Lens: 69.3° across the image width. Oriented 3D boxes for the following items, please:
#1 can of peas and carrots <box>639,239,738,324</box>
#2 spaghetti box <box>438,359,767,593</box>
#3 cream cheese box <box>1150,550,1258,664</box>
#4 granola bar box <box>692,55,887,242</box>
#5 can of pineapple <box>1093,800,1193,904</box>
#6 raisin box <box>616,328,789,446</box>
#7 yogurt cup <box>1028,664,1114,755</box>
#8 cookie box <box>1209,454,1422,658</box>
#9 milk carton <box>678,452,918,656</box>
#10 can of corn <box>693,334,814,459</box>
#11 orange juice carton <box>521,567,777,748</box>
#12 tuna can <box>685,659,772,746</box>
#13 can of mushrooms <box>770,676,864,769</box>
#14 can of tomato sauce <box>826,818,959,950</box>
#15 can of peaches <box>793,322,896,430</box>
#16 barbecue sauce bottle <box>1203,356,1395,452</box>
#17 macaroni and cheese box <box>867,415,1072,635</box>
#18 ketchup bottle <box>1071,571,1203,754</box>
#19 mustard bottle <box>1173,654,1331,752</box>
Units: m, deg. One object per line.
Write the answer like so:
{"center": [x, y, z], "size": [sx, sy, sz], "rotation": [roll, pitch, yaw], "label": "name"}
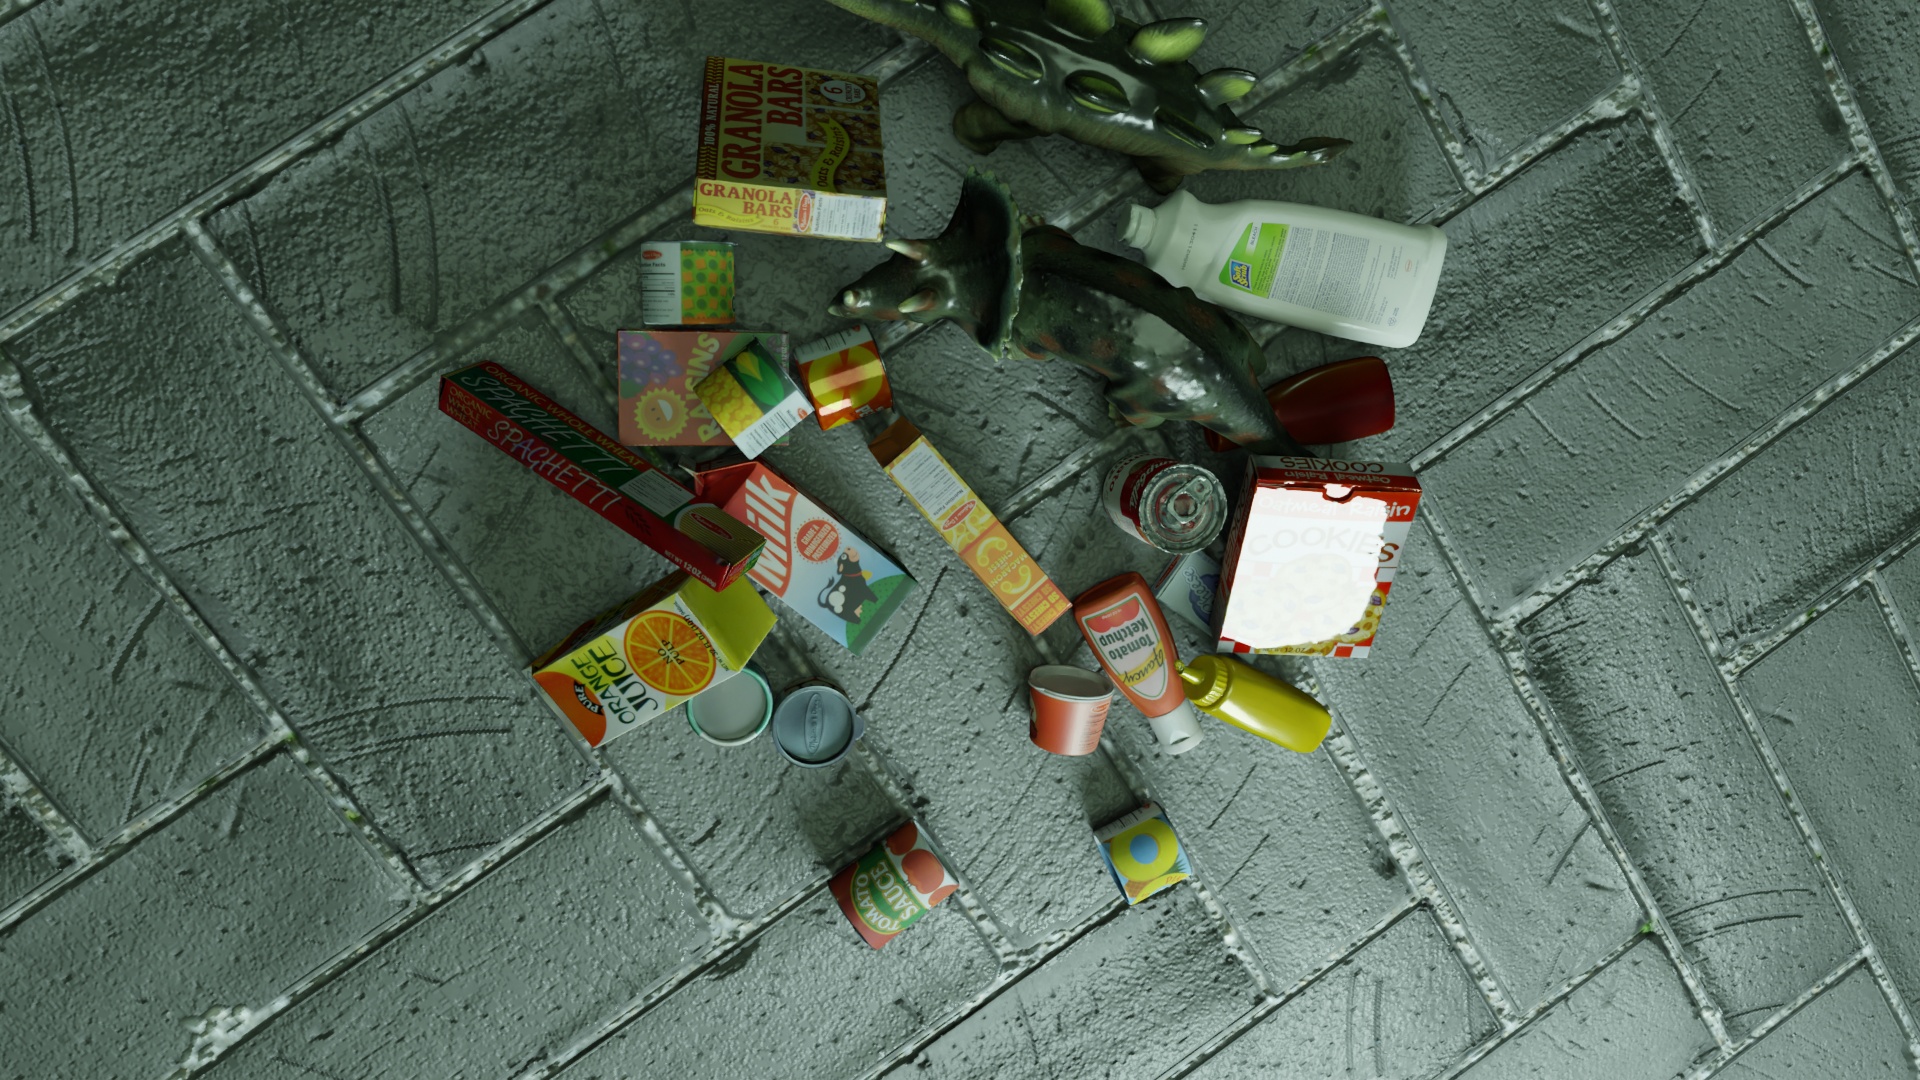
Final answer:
{"center": [-0.193, -0.185, 0.997], "size": [0.071, 0.071, 0.058], "rotation": [-2, 100, -11], "label": "can of peas and carrots"}
{"center": [-0.251, -0.048, 0.966], "size": [0.250, 0.050, 0.028], "rotation": [32, 120, 9], "label": "spaghetti box"}
{"center": [0.210, 0.051, 1.131], "size": [0.104, 0.024, 0.053], "rotation": [34, 93, -14], "label": "cream cheese box"}
{"center": [-0.117, -0.270, 0.953], "size": [0.124, 0.166, 0.038], "rotation": [4, 134, -11], "label": "granola bar box"}
{"center": [0.149, 0.255, 1.128], "size": [0.058, 0.071, 0.071], "rotation": [-26, 103, -5], "label": "can of pineapple"}
{"center": [-0.189, -0.113, 1.021], "size": [0.123, 0.040, 0.086], "rotation": [-1, 100, -12], "label": "raisin box"}
{"center": [0.085, 0.135, 1.100], "size": [0.072, 0.072, 0.053], "rotation": [4, 106, -12], "label": "yogurt cup"}
{"center": [0.266, 0.015, 1.056], "size": [0.123, 0.040, 0.166], "rotation": [3, 128, -3], "label": "cookie box"}
{"center": [-0.131, -0.003, 1.032], "size": [0.190, 0.072, 0.073], "rotation": [38, 91, -14], "label": "milk carton"}
{"center": [-0.147, -0.101, 0.978], "size": [0.058, 0.071, 0.071], "rotation": [-39, 104, -3], "label": "can of corn"}
{"center": [-0.234, 0.085, 1.003], "size": [0.192, 0.073, 0.071], "rotation": [-28, 106, 27], "label": "orange juice carton"}
{"center": [-0.177, 0.120, 1.062], "size": [0.071, 0.033, 0.071], "rotation": [-2, 99, -11], "label": "tuna can"}
{"center": [-0.112, 0.141, 1.077], "size": [0.071, 0.033, 0.071], "rotation": [-2, 98, -11], "label": "can of mushrooms"}
{"center": [-0.052, 0.270, 1.089], "size": [0.083, 0.071, 0.071], "rotation": [-36, 104, -4], "label": "can of tomato sauce"}
{"center": [-0.086, -0.118, 1.026], "size": [0.058, 0.071, 0.071], "rotation": [-20, 102, -7], "label": "can of peaches"}
{"center": [0.270, -0.103, 1.110], "size": [0.149, 0.044, 0.064], "rotation": [-13, 100, -8], "label": "barbecue sauce bottle"}
{"center": [0.004, -0.013, 1.030], "size": [0.040, 0.124, 0.166], "rotation": [-41, 104, 1], "label": "macaroni and cheese box"}
{"center": [0.148, 0.101, 1.116], "size": [0.064, 0.044, 0.148], "rotation": [-26, 104, 13], "label": "ketchup bottle"}
{"center": [0.224, 0.124, 1.109], "size": [0.160, 0.065, 0.048], "rotation": [24, 96, -30], "label": "mustard bottle"}
